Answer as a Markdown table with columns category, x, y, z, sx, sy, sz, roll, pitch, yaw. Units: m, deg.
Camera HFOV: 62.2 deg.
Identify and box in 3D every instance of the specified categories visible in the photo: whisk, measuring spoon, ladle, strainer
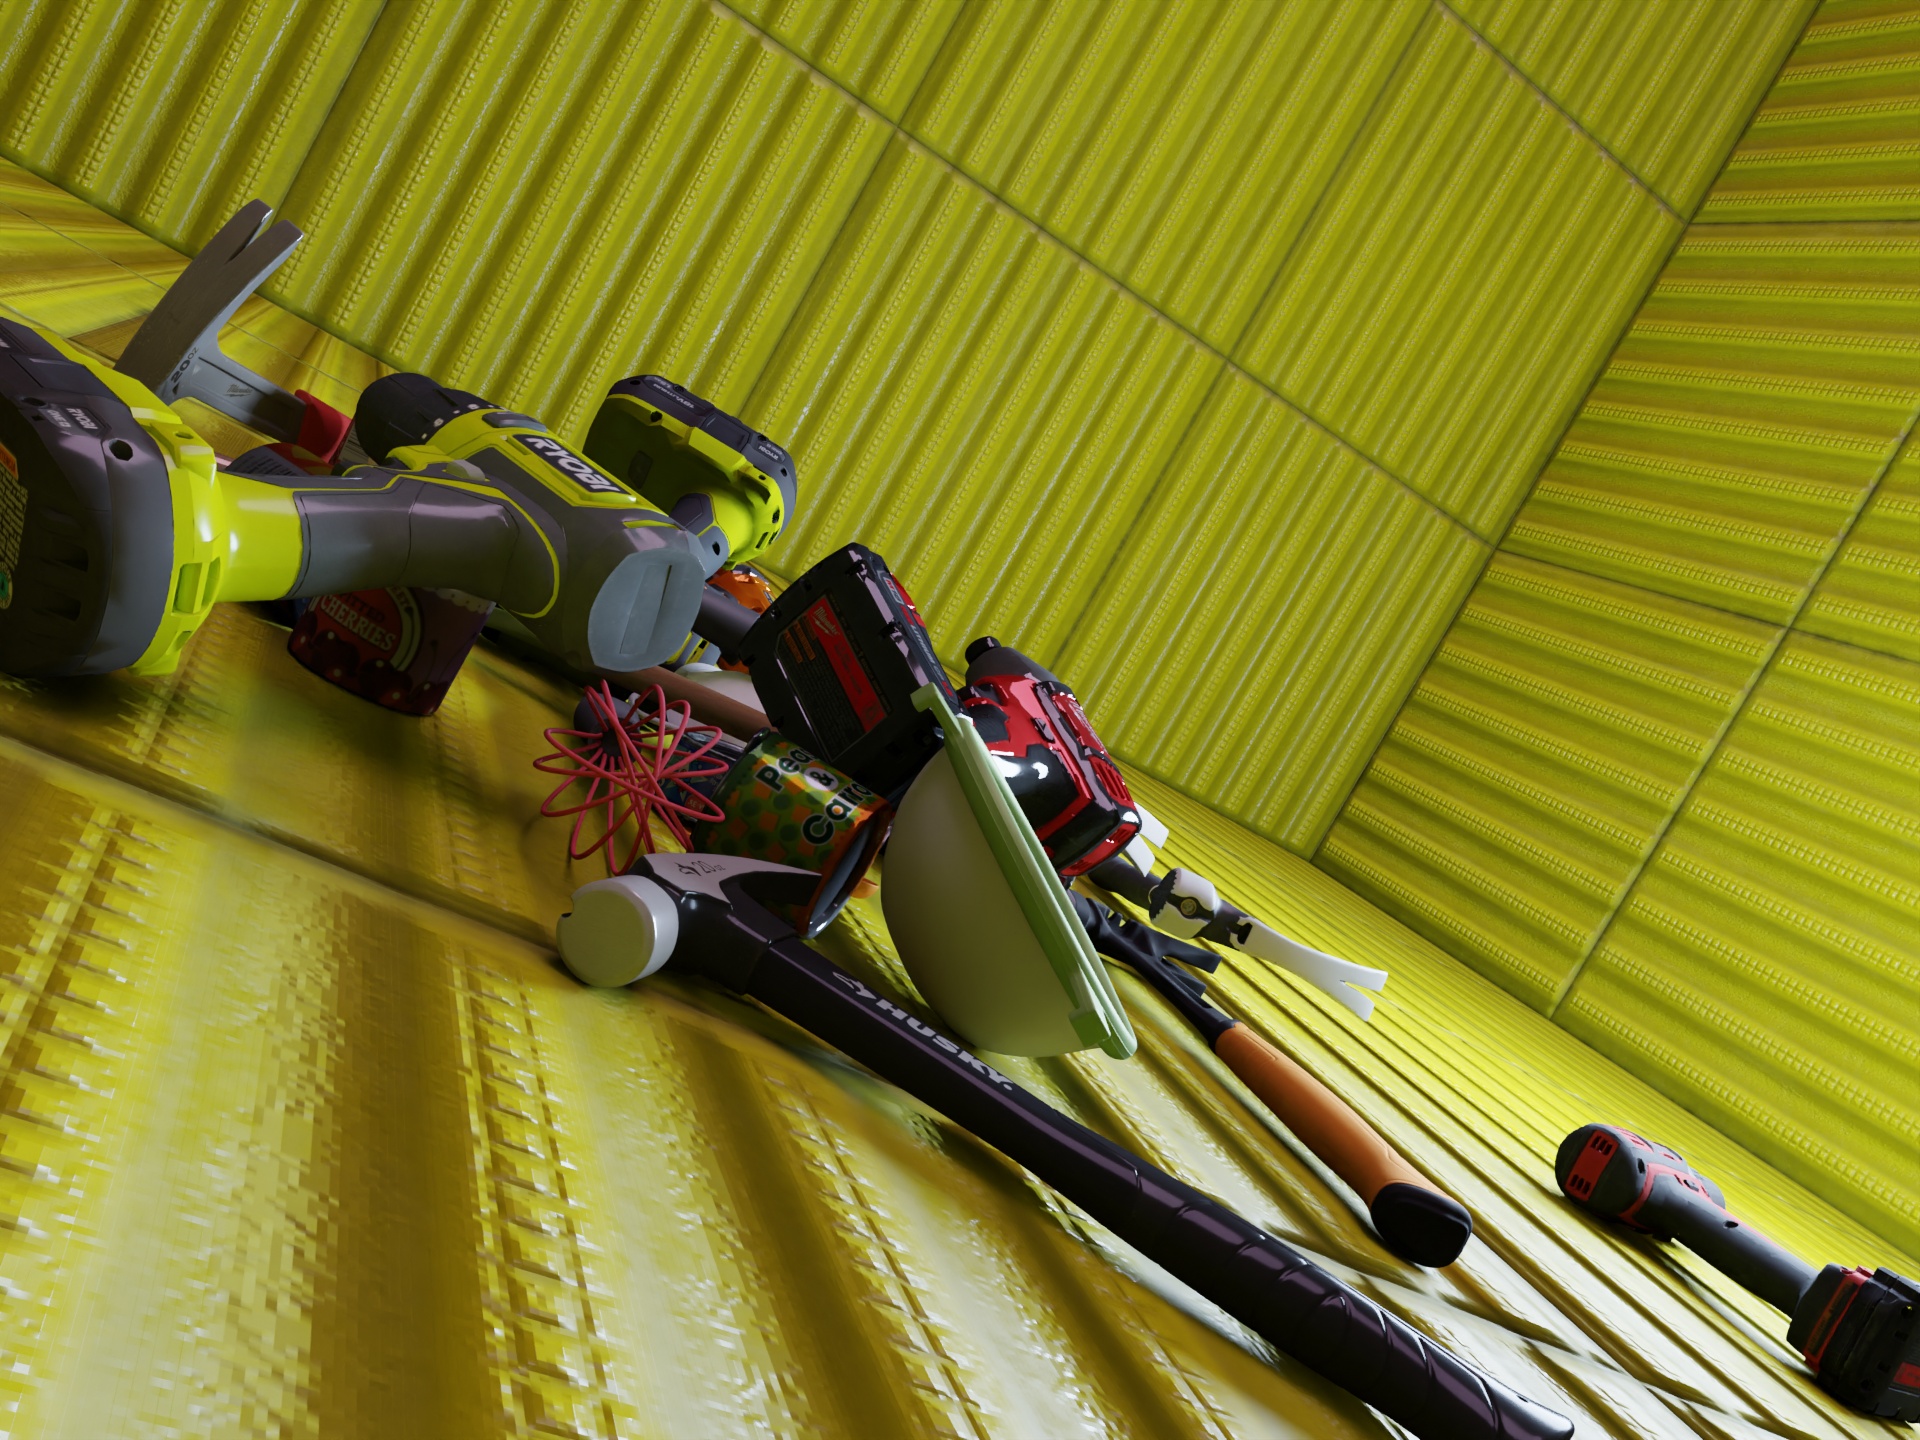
| category | x | y | z | sx | sy | sz | roll | pitch | yaw |
| --- | --- | --- | --- | --- | --- | --- | --- | --- | --- |
| whisk | -0.143 | 0.012 | 0.667 | 0.073 | 0.073 | 0.296 | 28 | -2 | -16 |
| measuring spoon | -0.083 | 0.067 | 0.731 | 0.116 | 0.011 | 0.021 | 21 | 1 | -42 |
| ladle | -0.176 | -0.041 | 0.796 | 0.320 | 0.062 | 0.078 | 24 | 20 | 8 |
| strainer | -0.082 | 0.027 | 0.898 | 0.258 | 0.050 | 0.087 | 35 | 34 | -51 |
| strainer | 0.017 | 0.095 | 0.685 | 0.152 | 0.069 | 0.256 | 63 | 1 | 22 |

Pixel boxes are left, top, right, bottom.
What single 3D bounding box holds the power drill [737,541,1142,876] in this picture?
| category | x | y | z | sx | sy | sz | roll | pitch | yaw |
| --- | --- | --- | --- | --- | --- | --- | --- | --- | --- |
| power drill | -0.001 | -0.003 | 0.786 | 0.219 | 0.078 | 0.143 | 20 | 36 | -55 |

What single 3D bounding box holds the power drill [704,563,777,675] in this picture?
| category | x | y | z | sx | sy | sz | roll | pitch | yaw |
| --- | --- | --- | --- | --- | --- | --- | --- | --- | --- |
| power drill | -0.192 | -0.074 | 1.105 | 0.226 | 0.084 | 0.164 | 31 | 19 | -48 |

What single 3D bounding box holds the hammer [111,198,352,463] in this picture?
| category | x | y | z | sx | sy | sz | roll | pitch | yaw |
| --- | --- | --- | --- | --- | --- | --- | --- | --- | --- |
| hammer | -0.358 | -0.169 | 0.911 | 0.037 | 0.149 | 0.359 | 37 | -1 | 4 |

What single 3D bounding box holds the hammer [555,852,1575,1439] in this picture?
| category | x | y | z | sx | sy | sz | roll | pitch | yaw |
| --- | --- | --- | --- | --- | --- | --- | --- | --- | --- |
| hammer | 0.037 | 0.139 | 0.506 | 0.335 | 0.035 | 0.146 | 31 | 5 | 11 |

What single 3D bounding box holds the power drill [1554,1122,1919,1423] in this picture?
| category | x | y | z | sx | sy | sz | roll | pitch | yaw |
| --- | --- | --- | --- | --- | --- | --- | --- | --- | --- |
| power drill | 0.515 | 0.346 | 1.025 | 0.187 | 0.080 | 0.227 | 27 | 2 | -39 |

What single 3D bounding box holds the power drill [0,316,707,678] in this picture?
| category | x | y | z | sx | sy | sz | roll | pitch | yaw |
| --- | --- | --- | --- | --- | --- | --- | --- | --- | --- |
| power drill | -0.227 | -0.081 | 0.555 | 0.191 | 0.080 | 0.228 | 35 | 24 | 32 |

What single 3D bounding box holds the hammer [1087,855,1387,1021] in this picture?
| category | x | y | z | sx | sy | sz | roll | pitch | yaw |
| --- | --- | --- | --- | --- | --- | --- | --- | --- | --- |
| hammer | 0.153 | 0.126 | 1.079 | 0.149 | 0.036 | 0.409 | 26 | -3 | -7 |

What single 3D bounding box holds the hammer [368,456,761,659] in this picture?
| category | x | y | z | sx | sy | sz | roll | pitch | yaw |
| --- | --- | --- | --- | --- | --- | --- | --- | --- | --- |
| hammer | -0.146 | -0.062 | 0.828 | 0.330 | 0.033 | 0.128 | 29 | 5 | -21 |

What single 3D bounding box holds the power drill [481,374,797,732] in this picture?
| category | x | y | z | sx | sy | sz | roll | pitch | yaw |
| --- | --- | --- | --- | --- | --- | --- | --- | --- | --- |
| power drill | -0.199 | -0.109 | 0.941 | 0.171 | 0.080 | 0.223 | 31 | 40 | -7 |

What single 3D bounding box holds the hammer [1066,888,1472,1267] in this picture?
| category | x | y | z | sx | sy | sz | roll | pitch | yaw |
| --- | --- | --- | --- | --- | --- | --- | --- | --- | --- |
| hammer | 0.156 | 0.179 | 0.832 | 0.127 | 0.034 | 0.337 | 26 | 5 | -25 |

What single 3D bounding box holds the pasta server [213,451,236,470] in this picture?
| category | x | y | z | sx | sy | sz | roll | pitch | yaw |
| --- | --- | --- | --- | --- | --- | --- | --- | --- | --- |
| pasta server | -0.369 | -0.131 | 0.706 | 0.316 | 0.040 | 0.060 | 20 | -7 | -25 |

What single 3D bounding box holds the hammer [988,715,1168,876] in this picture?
| category | x | y | z | sx | sy | sz | roll | pitch | yaw |
| --- | --- | --- | --- | --- | --- | --- | --- | --- | --- |
| hammer | 0.054 | 0.061 | 1.049 | 0.130 | 0.031 | 0.331 | 30 | -9 | 0 |
